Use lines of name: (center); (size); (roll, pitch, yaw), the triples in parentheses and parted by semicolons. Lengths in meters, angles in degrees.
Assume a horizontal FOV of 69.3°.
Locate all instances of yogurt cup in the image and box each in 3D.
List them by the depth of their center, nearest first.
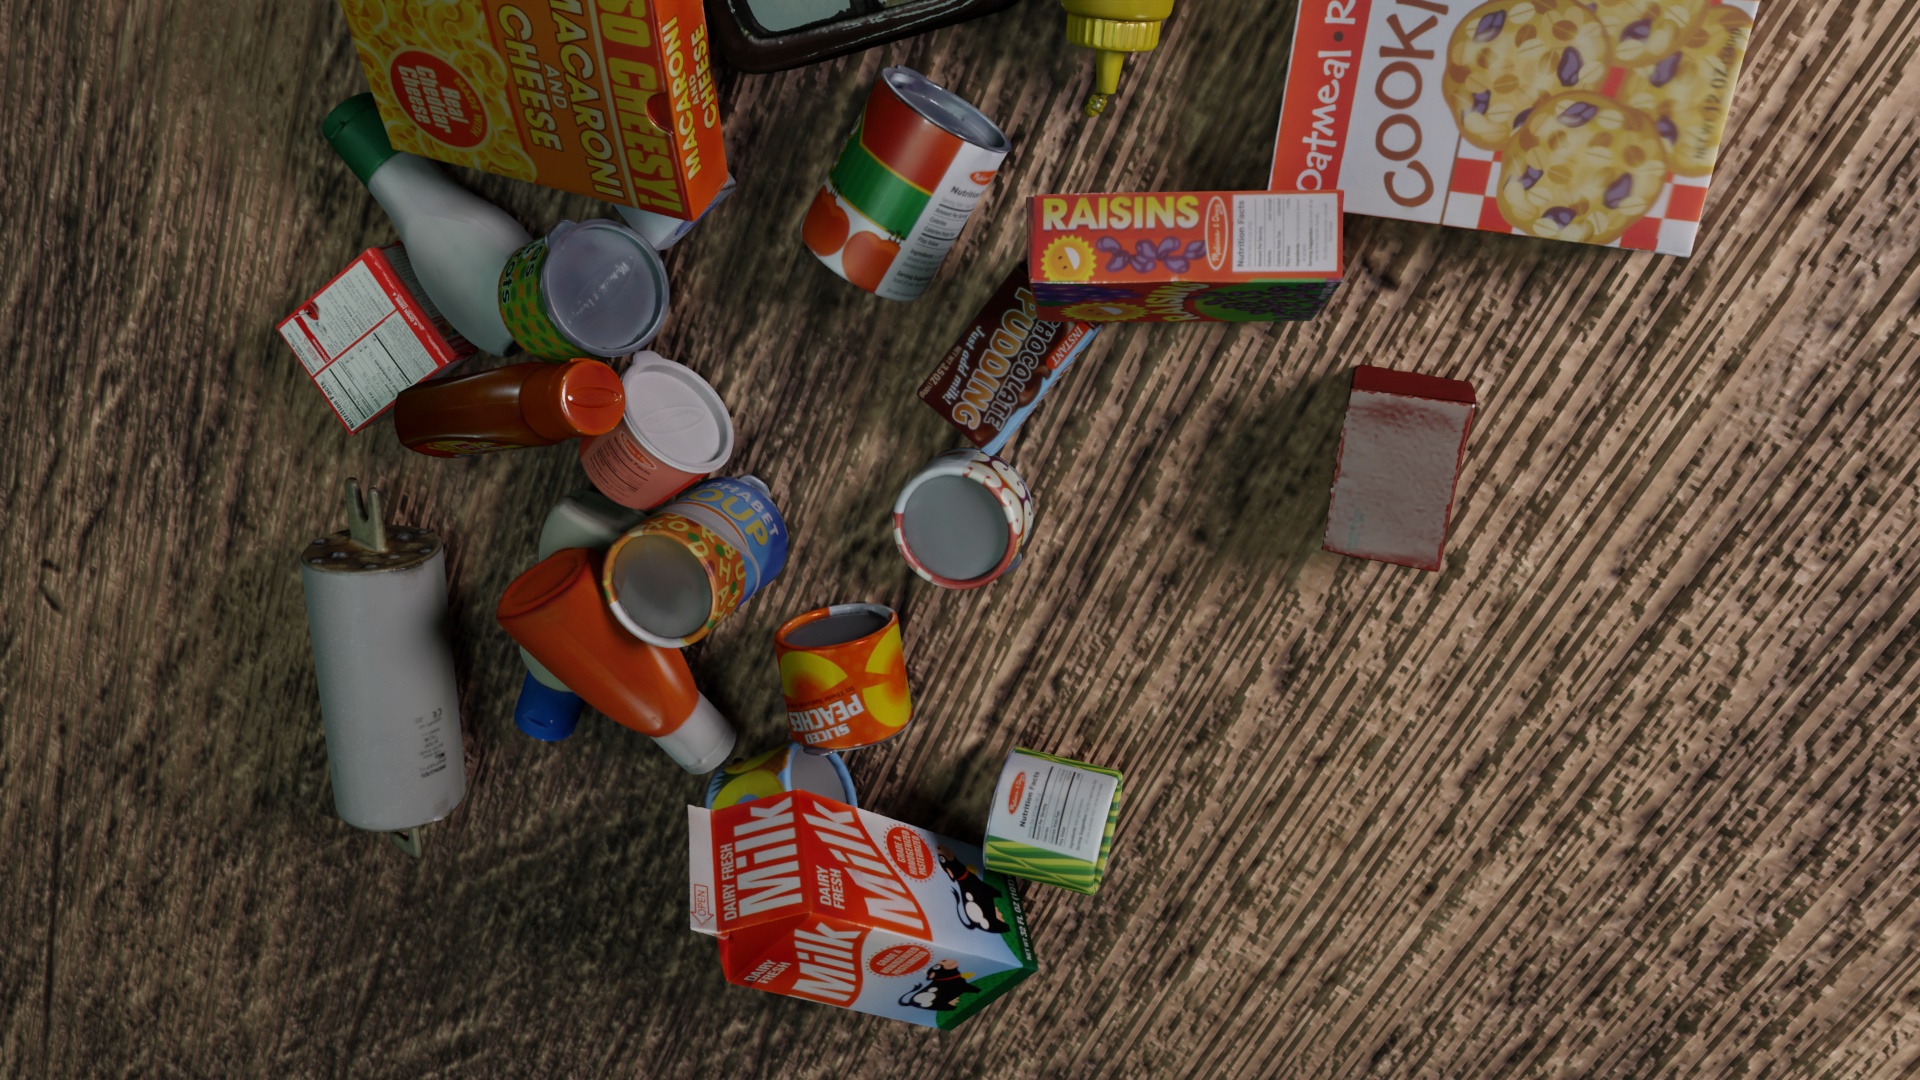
yogurt cup: (-0.160, -0.052, 0.719); (0.053, 0.073, 0.072); (-36, 95, 34)

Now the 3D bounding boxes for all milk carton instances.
milk carton: (-0.058, 0.188, 0.712); (0.190, 0.073, 0.073); (27, 123, -34)

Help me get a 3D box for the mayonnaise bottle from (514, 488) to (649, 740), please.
mayonnaise bottle: (-0.216, 0.046, 0.784); (0.065, 0.041, 0.147); (25, 115, 1)

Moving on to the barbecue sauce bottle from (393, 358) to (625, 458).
barbecue sauce bottle: (-0.227, -0.067, 0.707); (0.148, 0.065, 0.043); (-1, 93, 43)

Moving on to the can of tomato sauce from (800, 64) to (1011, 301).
can of tomato sauce: (-0.027, -0.162, 0.633); (0.071, 0.071, 0.082); (36, 117, 3)

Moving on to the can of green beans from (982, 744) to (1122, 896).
can of green beans: (0.049, 0.145, 0.719); (0.058, 0.071, 0.071); (12, 113, 13)

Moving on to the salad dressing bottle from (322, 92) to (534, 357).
salad dressing bottle: (-0.270, -0.165, 0.725); (0.064, 0.044, 0.147); (-38, 93, 28)

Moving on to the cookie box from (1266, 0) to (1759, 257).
cookie box: (0.216, -0.188, 0.558); (0.167, 0.040, 0.122); (11, 112, 13)

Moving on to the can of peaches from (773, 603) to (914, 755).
can of peaches: (-0.062, 0.071, 0.726); (0.071, 0.071, 0.058); (-2, 108, 19)

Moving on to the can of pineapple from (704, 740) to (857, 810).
can of pineapple: (-0.099, 0.146, 0.769); (0.057, 0.071, 0.071); (-24, 100, 24)

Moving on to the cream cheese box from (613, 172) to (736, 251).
cream cheese box: (-0.163, -0.200, 0.687); (0.053, 0.024, 0.103); (-35, 96, 27)

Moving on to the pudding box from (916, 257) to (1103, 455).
pudding box: (0.024, -0.087, 0.663); (0.049, 0.030, 0.083); (41, 116, 0)

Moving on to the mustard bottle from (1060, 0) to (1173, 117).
mustard bottle: (0.069, -0.255, 0.571); (0.049, 0.065, 0.159); (15, 119, 18)

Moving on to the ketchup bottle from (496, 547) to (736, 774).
ketchup bottle: (-0.179, 0.070, 0.751); (0.064, 0.044, 0.148); (-23, 126, 20)

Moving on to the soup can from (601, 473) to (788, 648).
soup can: (-0.135, 0.008, 0.720); (0.071, 0.084, 0.071); (6, 111, 16)

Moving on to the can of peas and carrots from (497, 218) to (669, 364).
can of peas and carrots: (-0.189, -0.123, 0.689); (0.058, 0.071, 0.070); (1, 113, 51)

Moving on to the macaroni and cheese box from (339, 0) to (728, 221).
macaroni and cheese box: (-0.194, -0.219, 0.625); (0.166, 0.040, 0.123); (17, 142, 13)

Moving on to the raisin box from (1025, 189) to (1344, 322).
raisin box: (0.091, -0.118, 0.583); (0.123, 0.086, 0.040); (0, 89, 6)

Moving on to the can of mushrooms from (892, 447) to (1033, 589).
can of mushrooms: (0.002, -0.009, 0.697); (0.071, 0.033, 0.070); (6, 110, 16)
